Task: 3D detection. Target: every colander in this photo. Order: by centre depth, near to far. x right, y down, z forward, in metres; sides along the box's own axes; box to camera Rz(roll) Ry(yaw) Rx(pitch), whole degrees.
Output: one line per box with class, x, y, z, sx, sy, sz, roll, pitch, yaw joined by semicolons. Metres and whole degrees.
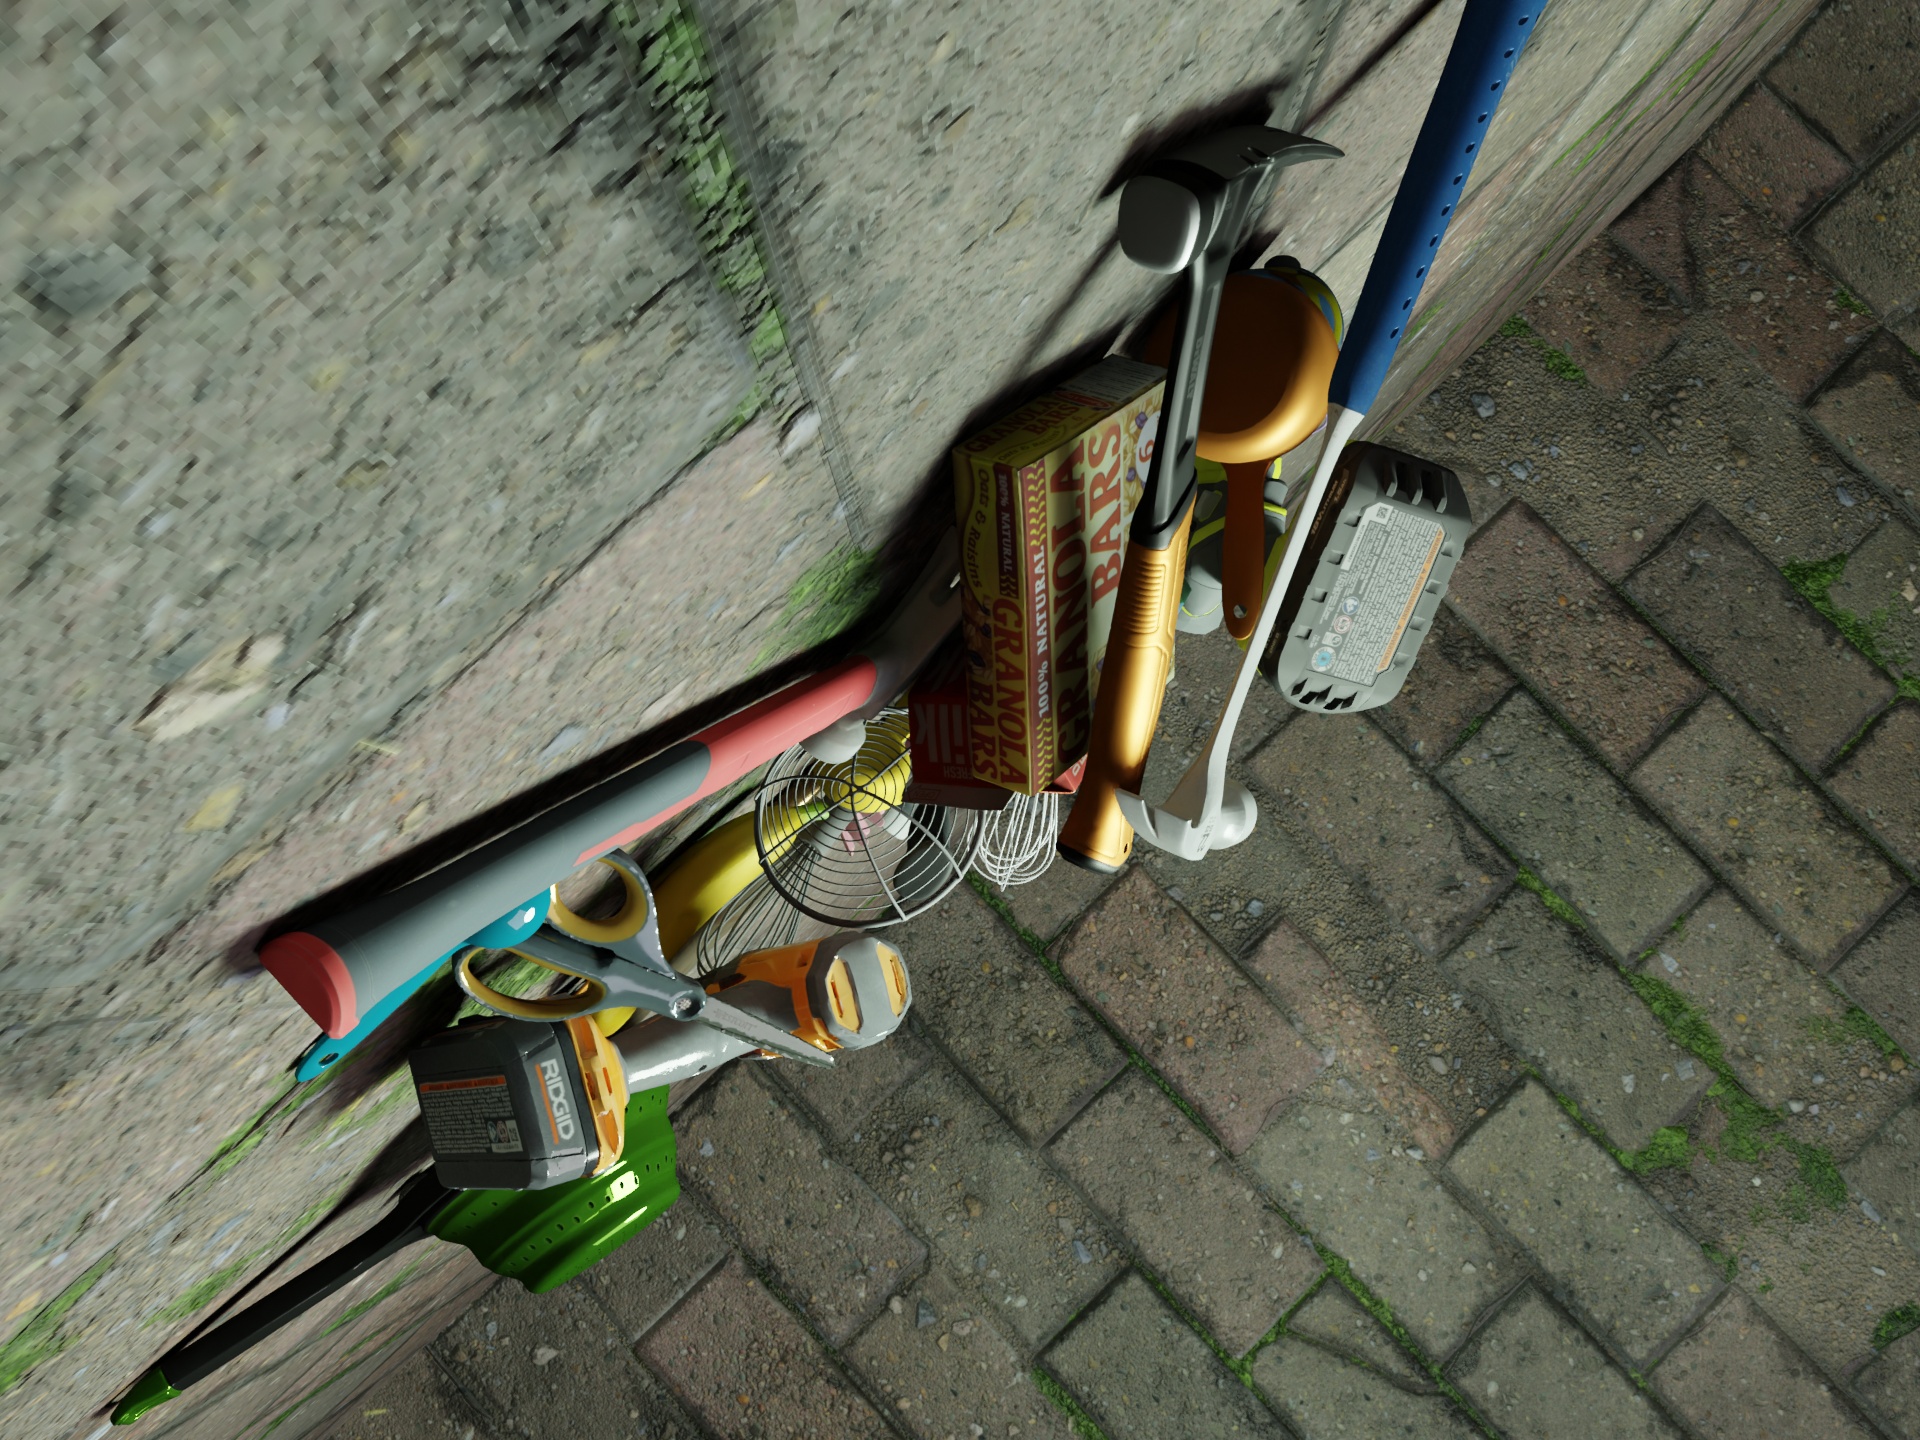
colander;-0.313;0.337;0.989;0.397;0.094;0.204;-31;167;-22

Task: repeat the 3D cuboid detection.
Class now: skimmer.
skimmer;-0.002;-0.003;0.969;0.363;0.127;0.090;-47;151;-57

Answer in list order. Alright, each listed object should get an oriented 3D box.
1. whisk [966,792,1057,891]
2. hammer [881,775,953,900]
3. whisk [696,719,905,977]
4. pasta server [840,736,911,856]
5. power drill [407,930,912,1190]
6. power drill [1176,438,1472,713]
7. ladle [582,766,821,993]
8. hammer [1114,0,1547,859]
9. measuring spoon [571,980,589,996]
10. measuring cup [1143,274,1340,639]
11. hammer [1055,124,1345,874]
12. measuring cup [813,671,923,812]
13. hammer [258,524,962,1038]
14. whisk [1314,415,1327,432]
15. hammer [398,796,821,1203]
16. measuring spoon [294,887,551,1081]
whisk;0.064;0.002;1.190;0.070;0.070;0.284;-33;141;-60
hammer;-0.017;0.061;1.166;0.149;0.036;0.409;-50;-175;6
whisk;-0.096;0.084;1.025;0.239;0.055;0.055;-56;-178;-34
pasta server;0.015;-0.024;1.194;0.316;0.040;0.060;-45;-175;2
power drill;-0.163;0.168;0.824;0.226;0.084;0.185;-13;177;-43
power drill;0.177;-0.118;0.875;0.229;0.080;0.190;-125;-128;-62
ladle;-0.177;0.122;0.988;0.315;0.031;0.069;-45;169;-9
hammer;0.164;-0.126;0.694;0.144;0.035;0.405;-3;114;-66
measuring spoon;-0.205;0.145;1.022;0.117;0.011;0.021;-42;174;-16
measuring cup;0.129;-0.122;0.750;0.052;0.095;0.173;-20;111;-67
hammer;0.084;-0.072;0.664;0.127;0.034;0.336;-39;146;-44
measuring cup;-0.037;-0.002;0.993;0.156;0.062;0.029;-53;171;-45
hammer;-0.110;0.016;0.643;0.143;0.038;0.386;-49;172;31
whisk;0.247;-0.233;1.310;0.047;0.051;0.245;-22;175;-7
hammer;-0.231;0.201;1.129;0.410;0.038;0.146;-45;175;13
measuring spoon;-0.213;0.107;0.635;0.128;0.021;0.042;-42;157;-1
